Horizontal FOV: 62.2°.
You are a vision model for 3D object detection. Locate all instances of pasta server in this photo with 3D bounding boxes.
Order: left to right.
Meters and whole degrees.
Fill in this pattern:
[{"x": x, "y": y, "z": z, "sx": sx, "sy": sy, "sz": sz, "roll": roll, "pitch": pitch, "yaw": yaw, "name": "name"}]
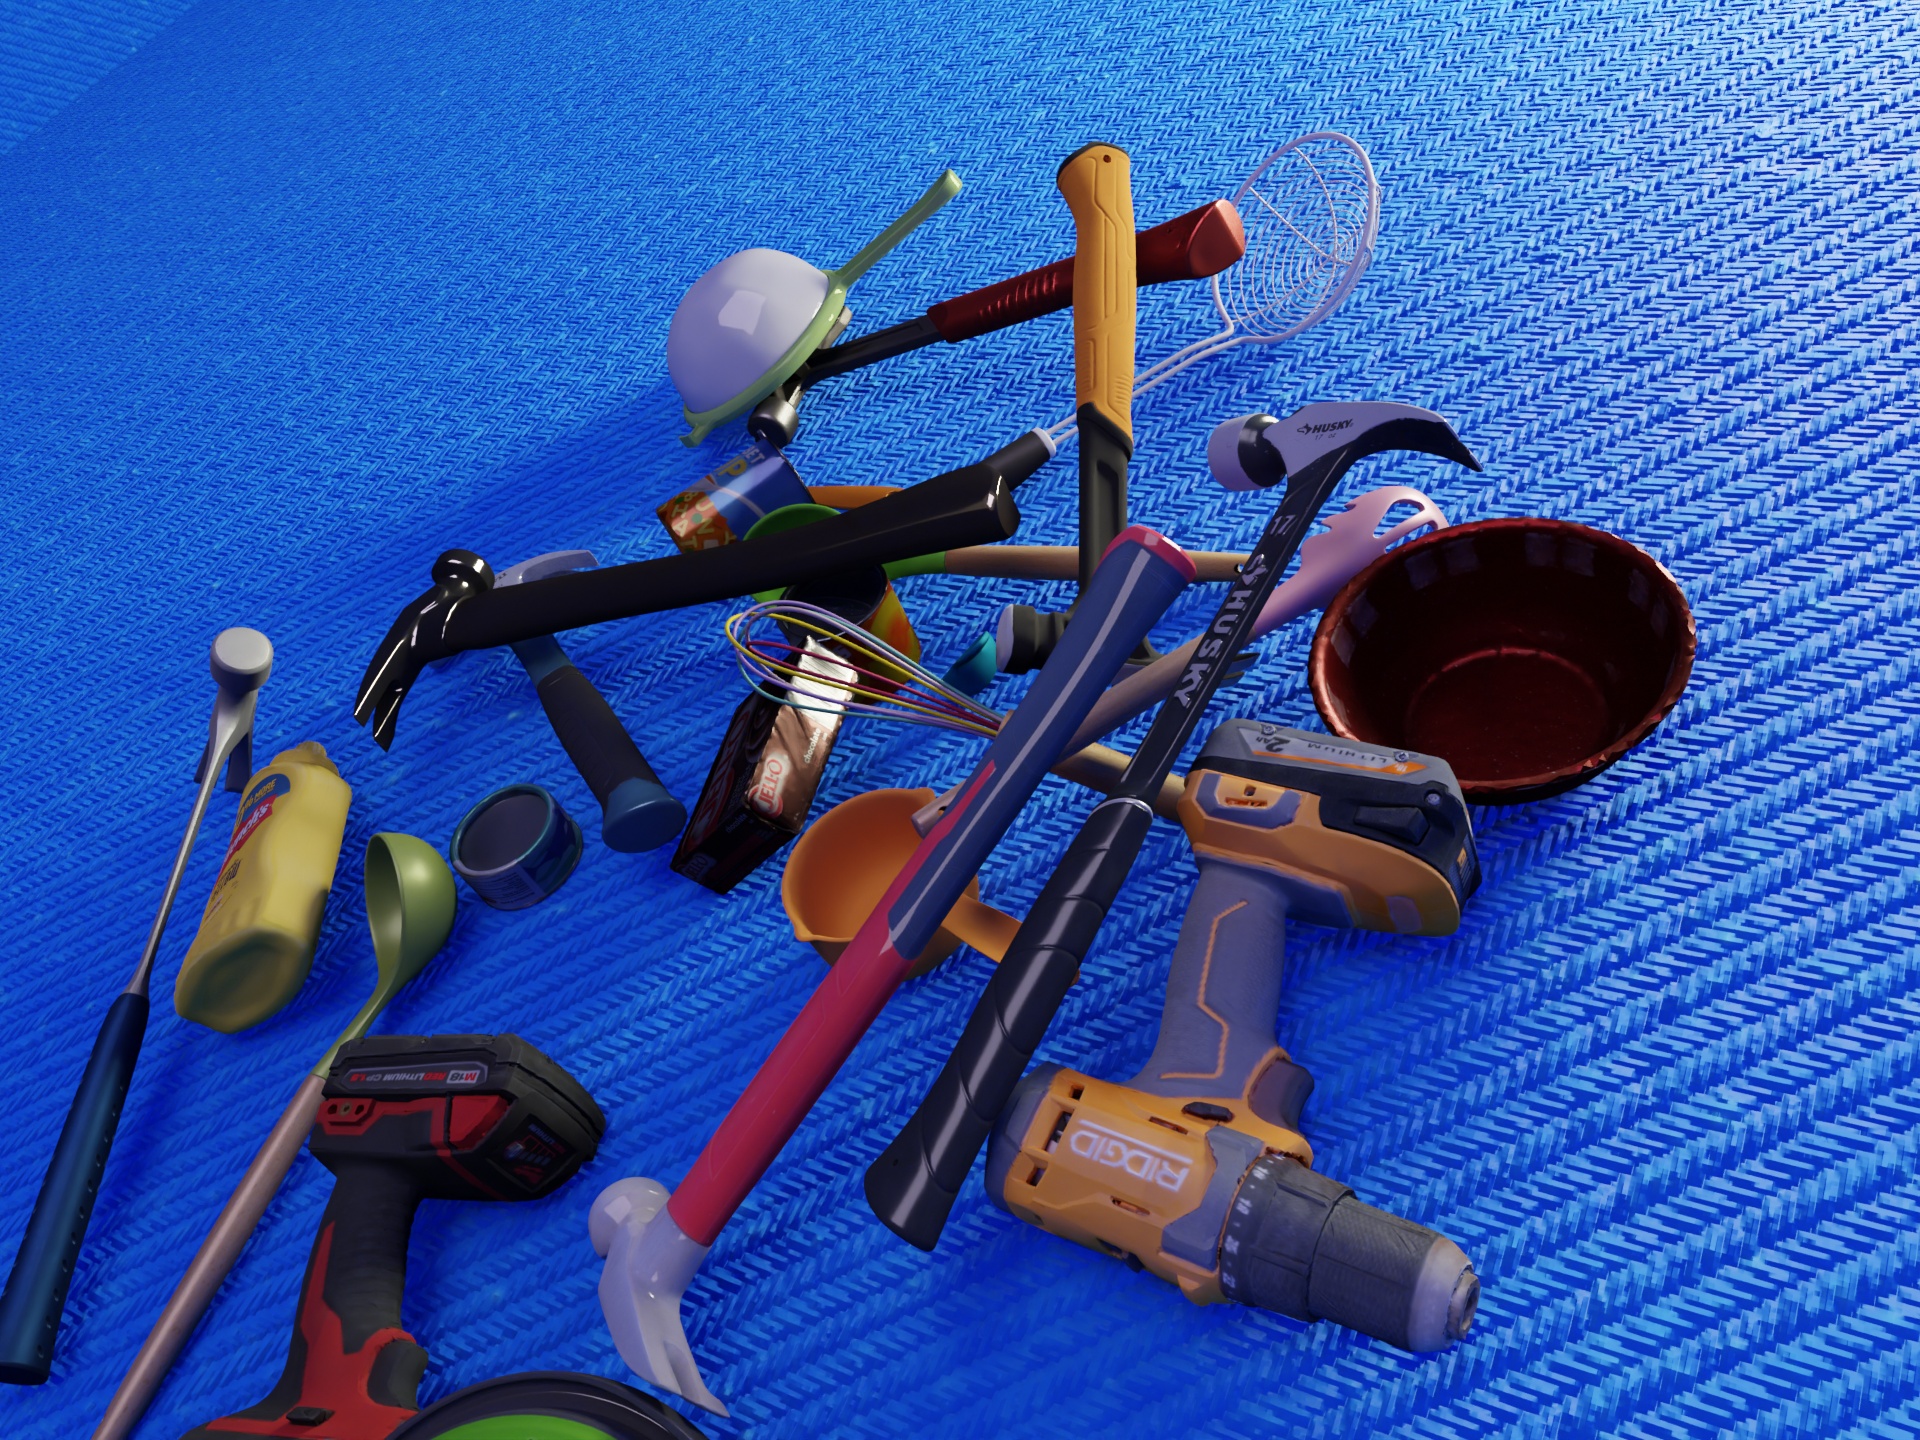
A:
[{"x": 0.112, "y": -0.028, "z": 0.752, "sx": 0.316, "sy": 0.040, "sz": 0.060, "roll": -31, "pitch": 80, "yaw": -14, "name": "pasta server"}]

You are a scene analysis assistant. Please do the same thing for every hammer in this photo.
[{"x": -0.449, "y": 0.147, "z": 0.871, "sx": 0.035, "sy": 0.144, "sz": 0.406, "roll": 15, "pitch": 52, "yaw": -19, "name": "hammer"}, {"x": -0.234, "y": -0.015, "z": 0.938, "sx": 0.128, "sy": 0.033, "sz": 0.331, "roll": -35, "pitch": 38, "yaw": -9, "name": "hammer"}, {"x": -0.162, "y": -0.072, "z": 0.894, "sx": 0.410, "sy": 0.038, "sz": 0.146, "roll": -9, "pitch": 44, "yaw": 25, "name": "hammer"}, {"x": -0.018, "y": 0.086, "z": 0.644, "sx": 0.386, "sy": 0.038, "sz": 0.143, "roll": -55, "pitch": 23, "yaw": -4, "name": "hammer"}, {"x": 0.017, "y": -0.267, "z": 1.014, "sx": 0.359, "sy": 0.036, "sz": 0.149, "roll": -8, "pitch": 46, "yaw": 39, "name": "hammer"}, {"x": 0.084, "y": -0.171, "z": 0.843, "sx": 0.127, "sy": 0.034, "sz": 0.337, "roll": 6, "pitch": 64, "yaw": -9, "name": "hammer"}, {"x": 0.079, "y": 0.026, "z": 0.653, "sx": 0.149, "sy": 0.036, "sz": 0.409, "roll": 2, "pitch": 57, "yaw": 57, "name": "hammer"}]

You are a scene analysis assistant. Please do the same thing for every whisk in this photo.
[{"x": -0.002, "y": -0.001, "z": 0.762, "sx": 0.245, "sy": 0.047, "sz": 0.051, "roll": 22, "pitch": 90, "yaw": 7, "name": "whisk"}]

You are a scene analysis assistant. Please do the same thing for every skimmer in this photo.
[{"x": 0.091, "y": -0.220, "z": 0.950, "sx": 0.363, "sy": 0.090, "sz": 0.127, "roll": -33, "pitch": 44, "yaw": -5, "name": "skimmer"}]

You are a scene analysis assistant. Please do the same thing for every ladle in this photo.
[{"x": -0.345, "y": 0.199, "z": 0.794, "sx": 0.078, "sy": 0.062, "sz": 0.320, "roll": -29, "pitch": 32, "yaw": 54, "name": "ladle"}]

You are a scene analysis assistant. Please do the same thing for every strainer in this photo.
[{"x": -0.116, "y": -0.306, "z": 1.089, "sx": 0.256, "sy": 0.069, "sz": 0.152, "roll": -35, "pitch": 32, "yaw": 21, "name": "strainer"}]

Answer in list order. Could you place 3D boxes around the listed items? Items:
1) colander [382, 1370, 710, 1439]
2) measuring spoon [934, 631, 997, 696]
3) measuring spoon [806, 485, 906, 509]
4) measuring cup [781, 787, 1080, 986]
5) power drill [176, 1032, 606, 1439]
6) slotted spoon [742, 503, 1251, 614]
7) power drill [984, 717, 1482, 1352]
[{"x": -0.082, "y": 0.315, "z": 0.497, "sx": 0.397, "sy": 0.094, "sz": 0.205, "roll": -4, "pitch": 67, "yaw": 13, "name": "colander"}, {"x": 0.010, "y": -0.028, "z": 0.810, "sx": 0.042, "sy": 0.021, "sz": 0.128, "roll": -47, "pitch": 1, "yaw": -4, "name": "measuring spoon"}, {"x": -0.080, "y": -0.147, "z": 1.021, "sx": 0.117, "sy": 0.011, "sz": 0.021, "roll": 8, "pitch": 53, "yaw": 31, "name": "measuring spoon"}, {"x": -0.005, "y": 0.095, "z": 0.727, "sx": 0.174, "sy": 0.052, "sz": 0.095, "roll": 24, "pitch": 64, "yaw": 40, "name": "measuring cup"}, {"x": -0.225, "y": 0.252, "z": 0.673, "sx": 0.188, "sy": 0.080, "sz": 0.227, "roll": -5, "pitch": 50, "yaw": 22, "name": "power drill"}, {"x": 0.018, "y": -0.088, "z": 0.900, "sx": 0.314, "sy": 0.070, "sz": 0.031, "roll": 3, "pitch": 14, "yaw": 22, "name": "slotted spoon"}, {"x": 0.134, "y": 0.119, "z": 0.621, "sx": 0.185, "sy": 0.084, "sz": 0.226, "roll": 13, "pitch": 61, "yaw": 35, "name": "power drill"}]
